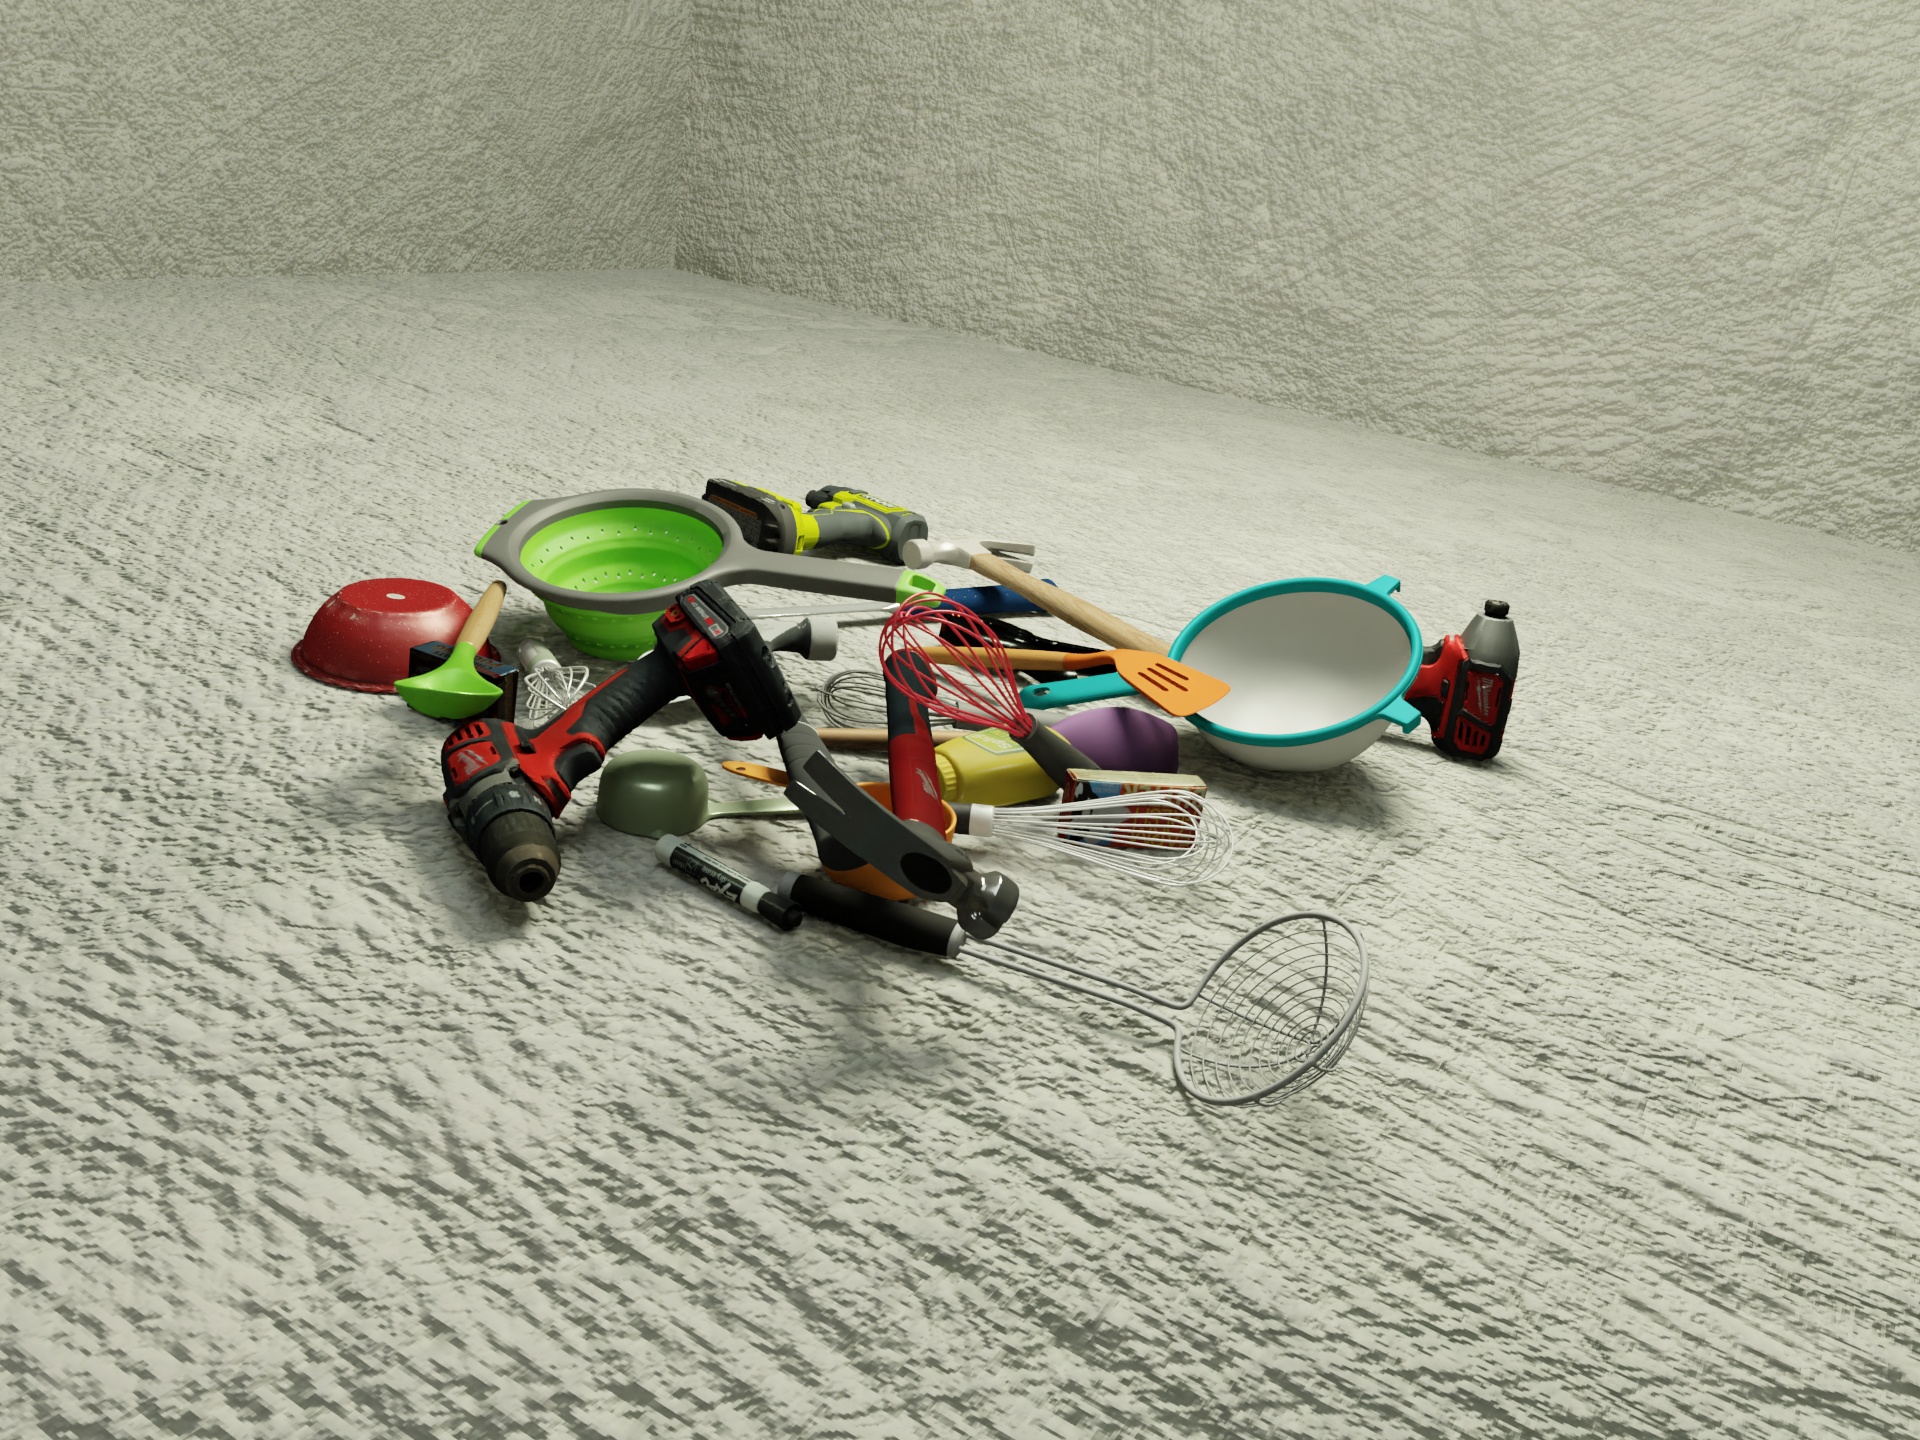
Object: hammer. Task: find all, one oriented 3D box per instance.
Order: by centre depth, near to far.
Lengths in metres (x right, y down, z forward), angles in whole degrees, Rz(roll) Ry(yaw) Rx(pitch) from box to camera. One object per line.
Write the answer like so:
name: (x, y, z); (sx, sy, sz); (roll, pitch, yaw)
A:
hammer: (-0.044, 0.012, 1.039); (0.143, 0.038, 0.386); (37, 12, -15)
hammer: (-0.123, 0.001, 1.109); (0.149, 0.036, 0.409); (1, 21, -17)
hammer: (0.094, -0.115, 1.541); (0.130, 0.031, 0.332); (-11, 31, -40)
hammer: (-0.078, -0.114, 1.554); (0.405, 0.035, 0.144); (-6, 26, -34)

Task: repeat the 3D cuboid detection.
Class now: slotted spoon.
slotted spoon: (-0.361, -0.058, 1.178); (0.070, 0.031, 0.314); (6, 19, -11)

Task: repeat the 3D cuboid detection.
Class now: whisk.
whisk: (0.047, 0.074, 1.106); (0.284, 0.070, 0.070); (5, 21, 5)
whisk: (0.035, -0.004, 1.109); (0.073, 0.073, 0.295); (28, -8, 40)
whisk: (-0.316, -0.033, 1.214); (0.059, 0.058, 0.246); (33, -1, -24)
whisk: (-0.002, -0.005, 1.293); (0.239, 0.055, 0.055); (8, 21, -14)

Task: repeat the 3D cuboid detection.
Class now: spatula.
spatula: (0.019, 0.016, 1.261); (0.316, 0.060, 0.018); (1, -13, -8)
spatula: (0.074, -0.042, 1.359); (0.323, 0.041, 0.081); (5, 21, 40)

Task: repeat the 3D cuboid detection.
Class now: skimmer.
skimmer: (0.050, 0.127, 0.916); (0.363, 0.090, 0.127); (14, 53, 21)

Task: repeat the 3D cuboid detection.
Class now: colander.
colander: (-0.209, -0.104, 1.359); (0.397, 0.094, 0.205); (9, 34, 9)

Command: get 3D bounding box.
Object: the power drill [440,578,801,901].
power drill: (-0.220, 0.016, 1.014); (0.226, 0.080, 0.188); (-31, 33, -10)

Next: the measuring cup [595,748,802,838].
measuring cup: (-0.168, 0.046, 1.106); (0.167, 0.038, 0.083); (-1, 23, -18)

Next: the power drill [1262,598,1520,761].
power drill: (0.387, -0.052, 1.431); (0.220, 0.143, 0.078); (11, 18, 12)

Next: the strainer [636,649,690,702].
strainer: (-0.255, -0.007, 1.212); (0.087, 0.050, 0.258); (-3, 22, 16)

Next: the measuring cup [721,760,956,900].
measuring cup: (-0.087, 0.071, 1.062); (0.174, 0.052, 0.095); (15, 22, 22)

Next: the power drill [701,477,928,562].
power drill: (-0.168, -0.217, 1.732); (0.171, 0.080, 0.223); (27, 24, 37)

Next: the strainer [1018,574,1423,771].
strainer: (0.223, -0.014, 1.357); (0.340, 0.095, 0.211); (-8, 40, 15)
